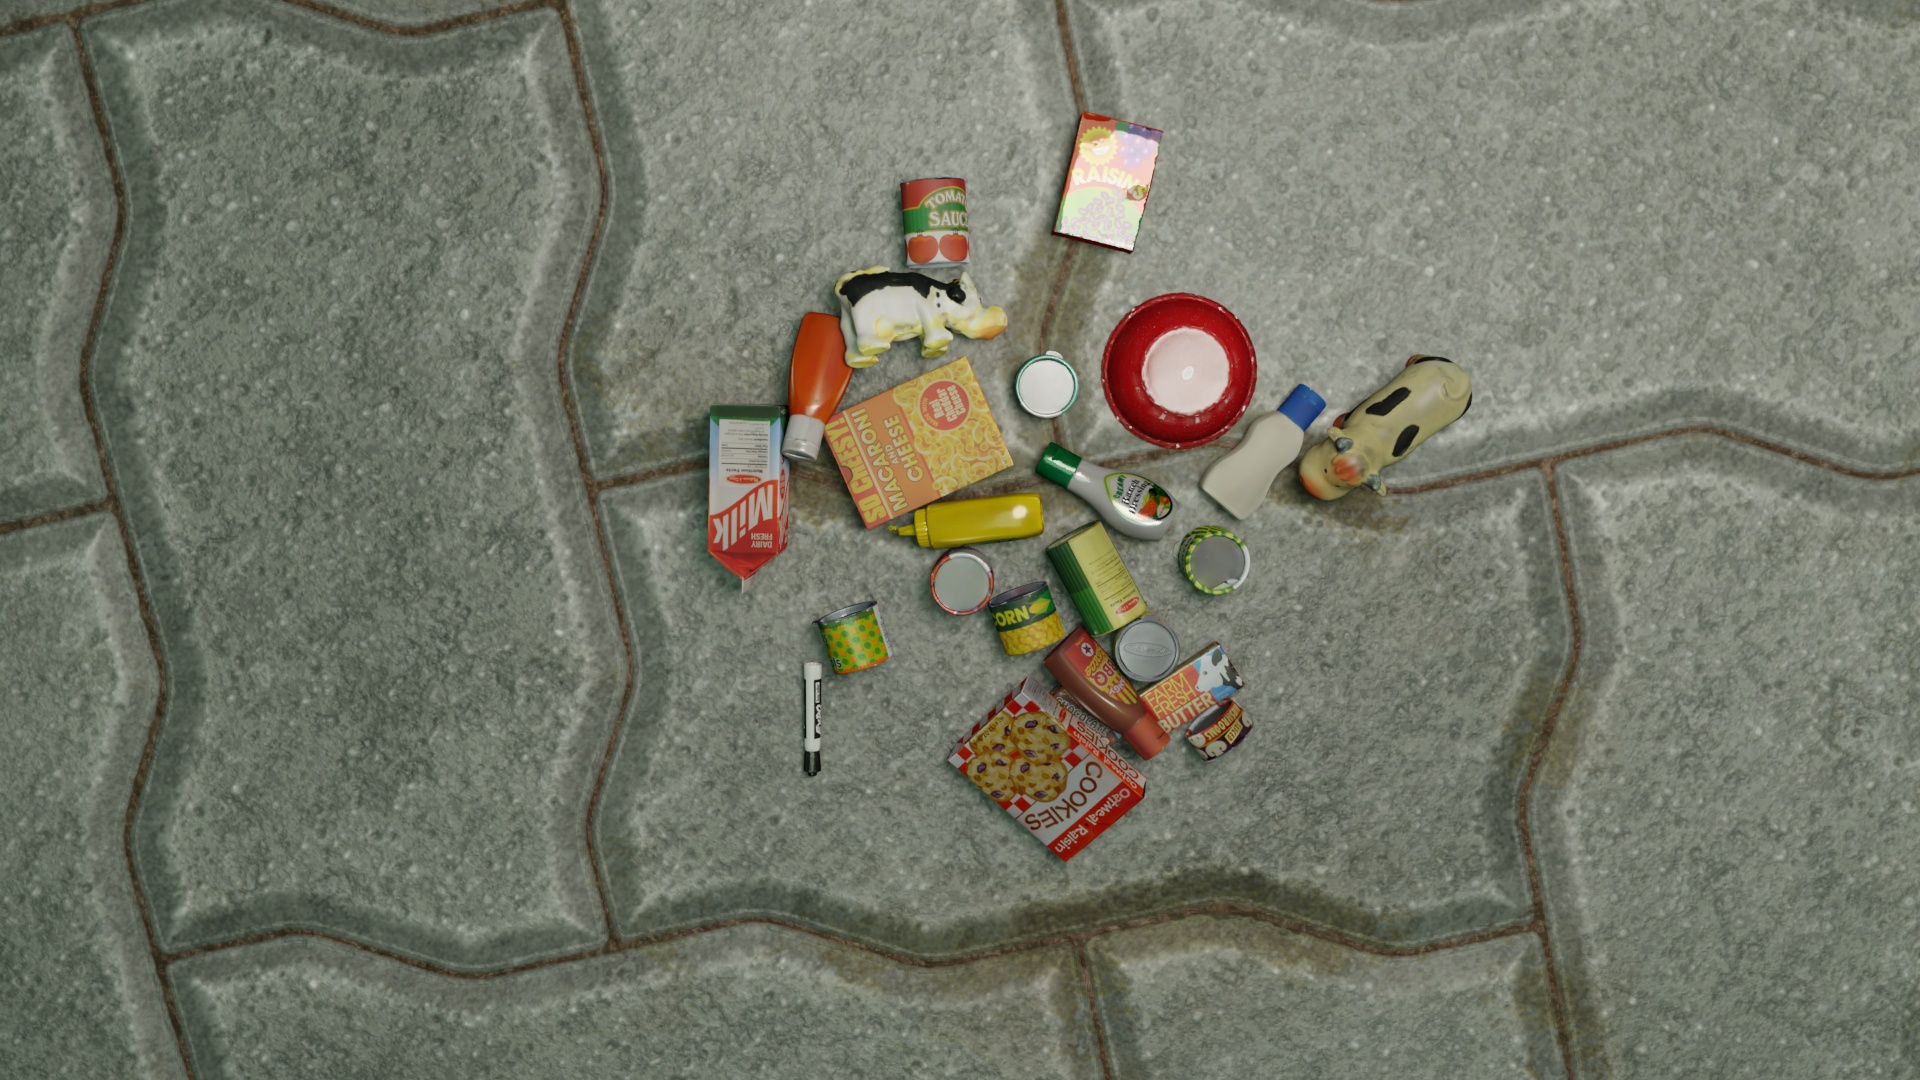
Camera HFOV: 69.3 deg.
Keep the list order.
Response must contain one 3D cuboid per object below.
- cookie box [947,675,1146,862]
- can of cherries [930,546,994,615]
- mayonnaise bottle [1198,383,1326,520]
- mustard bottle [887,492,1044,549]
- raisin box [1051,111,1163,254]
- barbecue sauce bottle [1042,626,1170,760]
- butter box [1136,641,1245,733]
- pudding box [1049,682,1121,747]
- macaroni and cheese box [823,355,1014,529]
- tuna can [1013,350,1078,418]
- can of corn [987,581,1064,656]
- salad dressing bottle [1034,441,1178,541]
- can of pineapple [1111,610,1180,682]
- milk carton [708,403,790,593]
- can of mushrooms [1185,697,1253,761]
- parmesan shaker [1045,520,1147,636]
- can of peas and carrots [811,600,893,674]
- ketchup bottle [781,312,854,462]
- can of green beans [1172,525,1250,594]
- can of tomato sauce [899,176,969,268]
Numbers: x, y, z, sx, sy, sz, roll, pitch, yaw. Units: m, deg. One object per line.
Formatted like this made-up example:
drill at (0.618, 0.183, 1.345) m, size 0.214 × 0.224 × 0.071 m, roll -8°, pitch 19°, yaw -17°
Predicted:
cookie box at (0.090, 0.239, 1.440) m, size 0.167 × 0.040 × 0.122 m, roll 42°, pitch 116°, yaw -4°
can of cherries at (0.002, 0.044, 1.433) m, size 0.071 × 0.058 × 0.071 m, roll 0°, pitch 95°, yaw 1°
mayonnaise bottle at (0.314, -0.094, 1.426) m, size 0.065 × 0.041 × 0.148 m, roll 40°, pitch 94°, yaw -5°
mustard bottle at (0.005, -0.018, 1.427) m, size 0.160 × 0.065 × 0.049 m, roll -7°, pitch 91°, yaw 7°
raisin box at (0.148, -0.360, 1.402) m, size 0.086 × 0.040 × 0.123 m, roll 13°, pitch 97°, yaw 0°
barbecue sauce bottle at (0.154, 0.161, 1.434) m, size 0.148 × 0.065 × 0.043 m, roll 48°, pitch 131°, yaw 3°
butter box at (0.241, 0.156, 1.459) m, size 0.103 × 0.024 × 0.053 m, roll -33°, pitch 94°, yaw 3°
pudding box at (0.124, 0.191, 1.461) m, size 0.083 × 0.030 × 0.049 m, roll 43°, pitch 94°, yaw -4°
macaroni and cheese box at (-0.045, -0.101, 1.429) m, size 0.166 × 0.040 × 0.123 m, roll -24°, pitch 94°, yaw 3°
tuna can at (0.089, -0.160, 1.425) m, size 0.071 × 0.033 × 0.071 m, roll 0°, pitch 96°, yaw 1°
can of corn at (0.066, 0.081, 1.430) m, size 0.071 × 0.071 × 0.058 m, roll -20°, pitch 96°, yaw 3°
salad dressing bottle at (0.149, -0.052, 1.426) m, size 0.148 × 0.043 × 0.064 m, roll 28°, pitch 62°, yaw 3°
can of pineapple at (0.191, 0.107, 1.438) m, size 0.071 × 0.058 × 0.071 m, roll 0°, pitch 96°, yaw 0°
milk carton at (-0.216, -0.044, 1.421) m, size 0.073 × 0.072 × 0.190 m, roll 2°, pitch 95°, yaw 1°
can of mushrooms at (0.269, 0.195, 1.439) m, size 0.071 × 0.071 × 0.033 m, roll -39°, pitch 93°, yaw 4°
parmesan shaker at (0.141, 0.037, 1.429) m, size 0.071 × 0.071 × 0.103 m, roll -28°, pitch 94°, yaw 3°
can of peas and carrots at (-0.111, 0.101, 1.436) m, size 0.071 × 0.071 × 0.058 m, roll -18°, pitch 96°, yaw 3°
ketchup bottle at (-0.145, -0.154, 1.398) m, size 0.065 × 0.043 × 0.149 m, roll 13°, pitch 74°, yaw -2°
can of green beans at (0.260, 0.020, 1.428) m, size 0.071 × 0.058 × 0.071 m, roll 0°, pitch 96°, yaw 1°
can of tomato sauce at (-0.024, -0.318, 1.392) m, size 0.071 × 0.071 × 0.083 m, roll -4°, pitch 96°, yaw 1°
